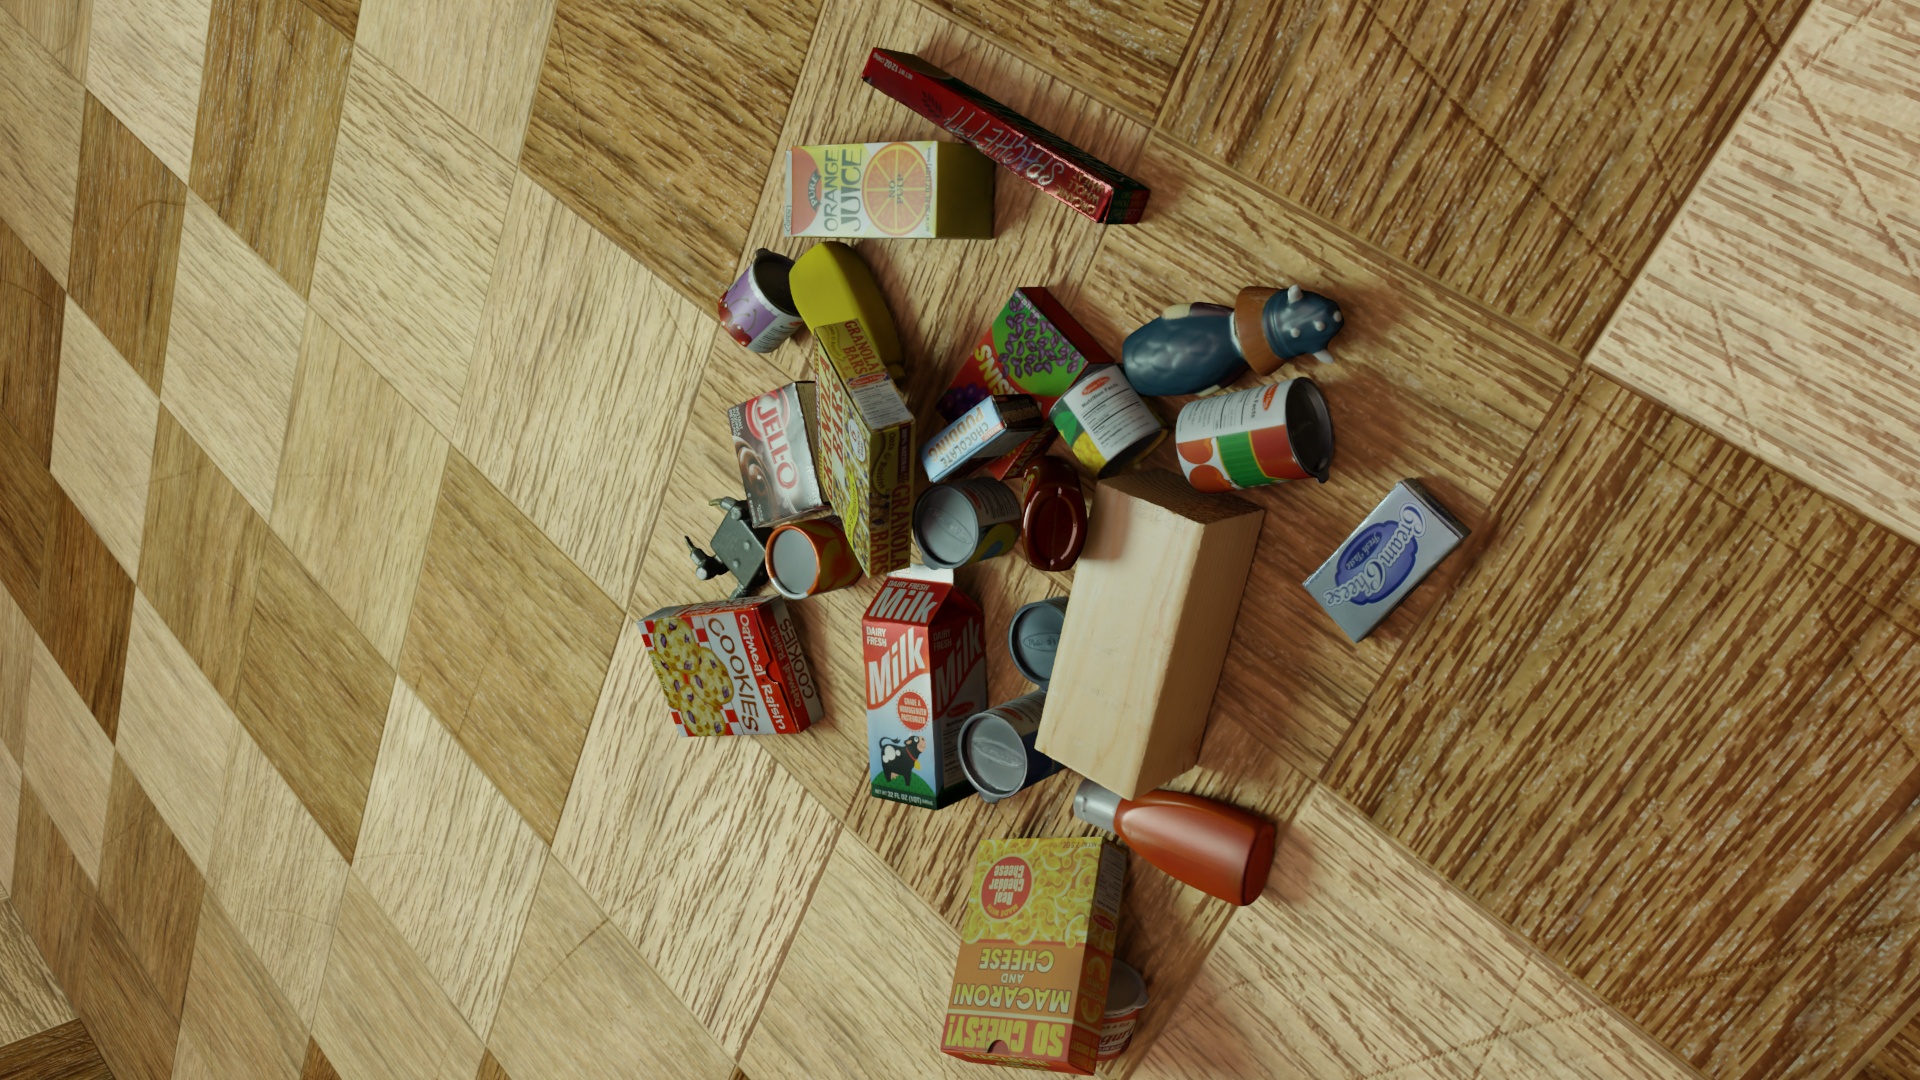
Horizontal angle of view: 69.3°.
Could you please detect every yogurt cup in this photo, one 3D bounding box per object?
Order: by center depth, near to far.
[{"bbox_3d":[0.106,0.362,1.071,0.072,0.073,0.053,20,118,34],"label":"yogurt cup"}]

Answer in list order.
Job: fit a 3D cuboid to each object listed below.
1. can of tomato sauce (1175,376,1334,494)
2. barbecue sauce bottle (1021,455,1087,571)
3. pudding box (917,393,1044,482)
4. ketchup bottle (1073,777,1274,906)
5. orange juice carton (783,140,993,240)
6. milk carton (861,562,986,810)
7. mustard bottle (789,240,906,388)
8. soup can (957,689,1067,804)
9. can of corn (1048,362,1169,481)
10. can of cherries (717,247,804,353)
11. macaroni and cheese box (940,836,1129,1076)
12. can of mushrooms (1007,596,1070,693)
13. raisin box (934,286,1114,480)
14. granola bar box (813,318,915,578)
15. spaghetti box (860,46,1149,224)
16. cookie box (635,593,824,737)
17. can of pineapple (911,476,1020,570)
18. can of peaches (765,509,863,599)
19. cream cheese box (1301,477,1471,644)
[{"bbox_3d":[0.196,-0.066,0.923,0.083,0.071,0.071,-10,92,40],"label":"can of tomato sauce"},{"bbox_3d":[0.064,-0.027,0.986,0.044,0.149,0.064,5,106,0],"label":"barbecue sauce bottle"},{"bbox_3d":[0.014,-0.075,1.022,0.083,0.050,0.030,-34,76,37],"label":"pudding box"},{"bbox_3d":[0.153,0.212,1.019,0.149,0.043,0.064,16,103,36],"label":"ketchup bottle"},{"bbox_3d":[-0.070,-0.273,1.091,0.193,0.073,0.071,10,105,37],"label":"orange juice carton"},{"bbox_3d":[-0.028,0.112,1.126,0.072,0.074,0.190,4,100,38],"label":"milk carton"},{"bbox_3d":[-0.083,-0.165,1.136,0.065,0.049,0.160,-34,78,37],"label":"mustard bottle"},{"bbox_3d":[0.048,0.157,1.066,0.071,0.084,0.071,8,103,38],"label":"soup can"},{"bbox_3d":[0.106,-0.083,0.991,0.071,0.071,0.058,-44,73,35],"label":"can of corn"},{"bbox_3d":[-0.165,-0.204,1.183,0.058,0.072,0.071,-37,75,38],"label":"can of cherries"},{"bbox_3d":[0.056,0.312,1.058,0.123,0.040,0.167,-12,53,39],"label":"macaroni and cheese box"},{"bbox_3d":[0.072,0.079,1.066,0.071,0.033,0.071,7,102,37],"label":"can of mushrooms"},{"bbox_3d":[0.046,-0.118,1.049,0.086,0.040,0.122,49,122,20],"label":"raisin box"},{"bbox_3d":[-0.076,-0.070,1.080,0.164,0.039,0.125,94,154,-48],"label":"granola bar box"},{"bbox_3d":[0.030,-0.299,1.022,0.250,0.050,0.028,38,121,27],"label":"spaghetti box"},{"bbox_3d":[-0.214,0.118,1.280,0.167,0.040,0.122,-8,105,39],"label":"cookie box"},{"bbox_3d":[0.004,-0.014,1.088,0.071,0.058,0.071,8,103,38],"label":"can of pineapple"},{"bbox_3d":[-0.125,0.012,1.195,0.071,0.058,0.071,9,104,37],"label":"can of peaches"},{"bbox_3d":[0.274,0.013,0.900,0.053,0.024,0.103,49,124,20],"label":"cream cheese box"}]
